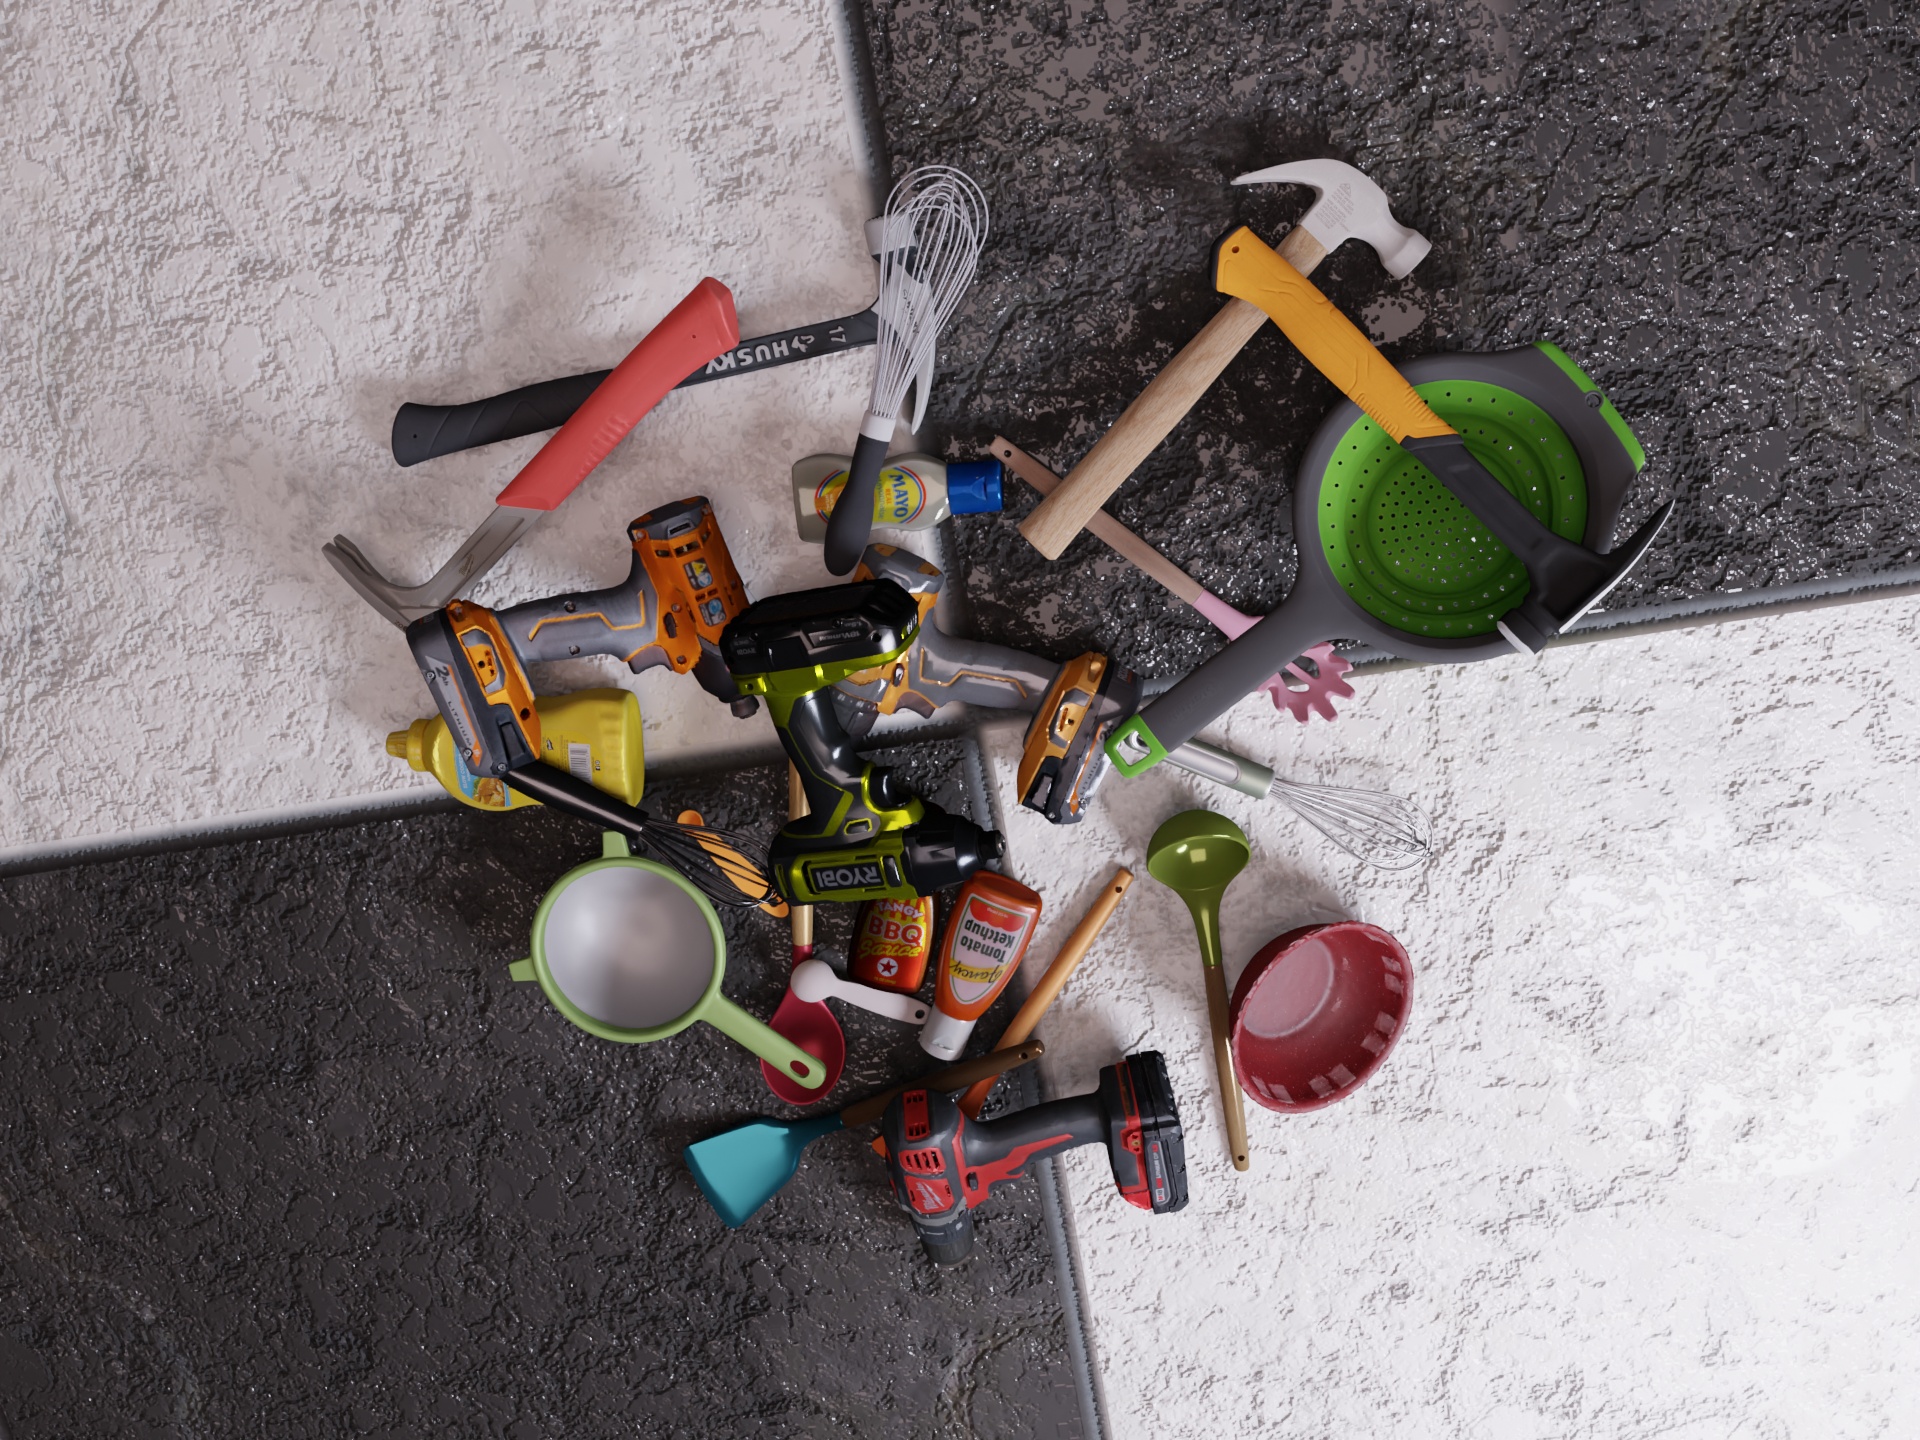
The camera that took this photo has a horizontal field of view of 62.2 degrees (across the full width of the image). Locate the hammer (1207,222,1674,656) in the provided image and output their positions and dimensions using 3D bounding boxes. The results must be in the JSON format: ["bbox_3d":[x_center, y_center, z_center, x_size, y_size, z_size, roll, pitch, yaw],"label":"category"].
[{"bbox_3d":[0.291,-0.202,1.021,0.127,0.034,0.337,-45,81,11],"label":"hammer"}]

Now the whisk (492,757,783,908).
[{"bbox_3d":[-0.236,0.080,1.170,0.239,0.055,0.055,25,106,-6],"label":"whisk"}]

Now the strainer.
[{"bbox_3d":[-0.209,0.199,1.241,0.256,0.069,0.151,36,102,-6],"label":"strainer"}]

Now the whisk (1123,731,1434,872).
[{"bbox_3d":[0.235,0.051,1.177,0.246,0.059,0.057,22,107,2],"label":"whisk"}]

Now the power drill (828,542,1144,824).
[{"bbox_3d":[-0.002,-0.004,1.165,0.226,0.084,0.185,25,108,1],"label":"power drill"}]

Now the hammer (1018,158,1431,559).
[{"bbox_3d":[0.160,-0.245,1.095,0.130,0.031,0.331,42,100,-6],"label":"hammer"}]

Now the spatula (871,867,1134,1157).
[{"bbox_3d":[0.043,0.246,1.262,0.081,0.041,0.322,32,102,-6],"label":"spatula"}]

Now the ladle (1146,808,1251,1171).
[{"bbox_3d":[0.198,0.215,1.224,0.078,0.062,0.320,-8,108,6],"label":"ladle"}]

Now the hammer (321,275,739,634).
[{"bbox_3d":[-0.292,-0.184,1.125,0.359,0.037,0.149,-41,107,22],"label":"hammer"}]

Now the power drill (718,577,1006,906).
[{"bbox_3d":[-0.070,0.021,1.114,0.171,0.080,0.223,-7,112,18],"label":"power drill"}]

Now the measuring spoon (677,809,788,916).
[{"bbox_3d":[-0.177,0.112,1.247,0.021,0.011,0.117,-42,102,8],"label":"measuring spoon"}]

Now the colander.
[{"bbox_3d":[0.267,-0.091,1.096,0.397,0.094,0.204,-38,83,11],"label":"colander"}]

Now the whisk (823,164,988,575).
[{"bbox_3d":[-0.048,-0.231,1.078,0.070,0.070,0.284,18,108,-1],"label":"whisk"}]

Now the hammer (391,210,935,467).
[{"bbox_3d":[-0.214,-0.240,1.136,0.409,0.036,0.149,-12,106,8],"label":"hammer"}]

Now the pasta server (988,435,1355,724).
[{"bbox_3d":[0.150,-0.105,1.145,0.316,0.040,0.060,36,99,-5],"label":"pasta server"}]

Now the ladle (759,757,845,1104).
[{"bbox_3d":[-0.125,0.150,1.243,0.069,0.031,0.315,-3,104,-13],"label":"ladle"}]

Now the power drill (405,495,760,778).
[{"bbox_3d":[-0.254,-0.044,1.126,0.226,0.084,0.164,-25,108,-13],"label":"power drill"}]

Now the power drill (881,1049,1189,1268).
[{"bbox_3d":[0.058,0.351,1.240,0.226,0.080,0.187,-10,128,1],"label":"power drill"}]

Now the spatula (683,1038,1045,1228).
[{"bbox_3d":[-0.073,0.316,1.264,0.317,0.044,0.082,-26,99,21],"label":"spatula"}]

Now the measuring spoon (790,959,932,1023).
[{"bbox_3d":[-0.074,0.219,1.249,0.124,0.018,0.034,20,96,-17],"label":"measuring spoon"}]
